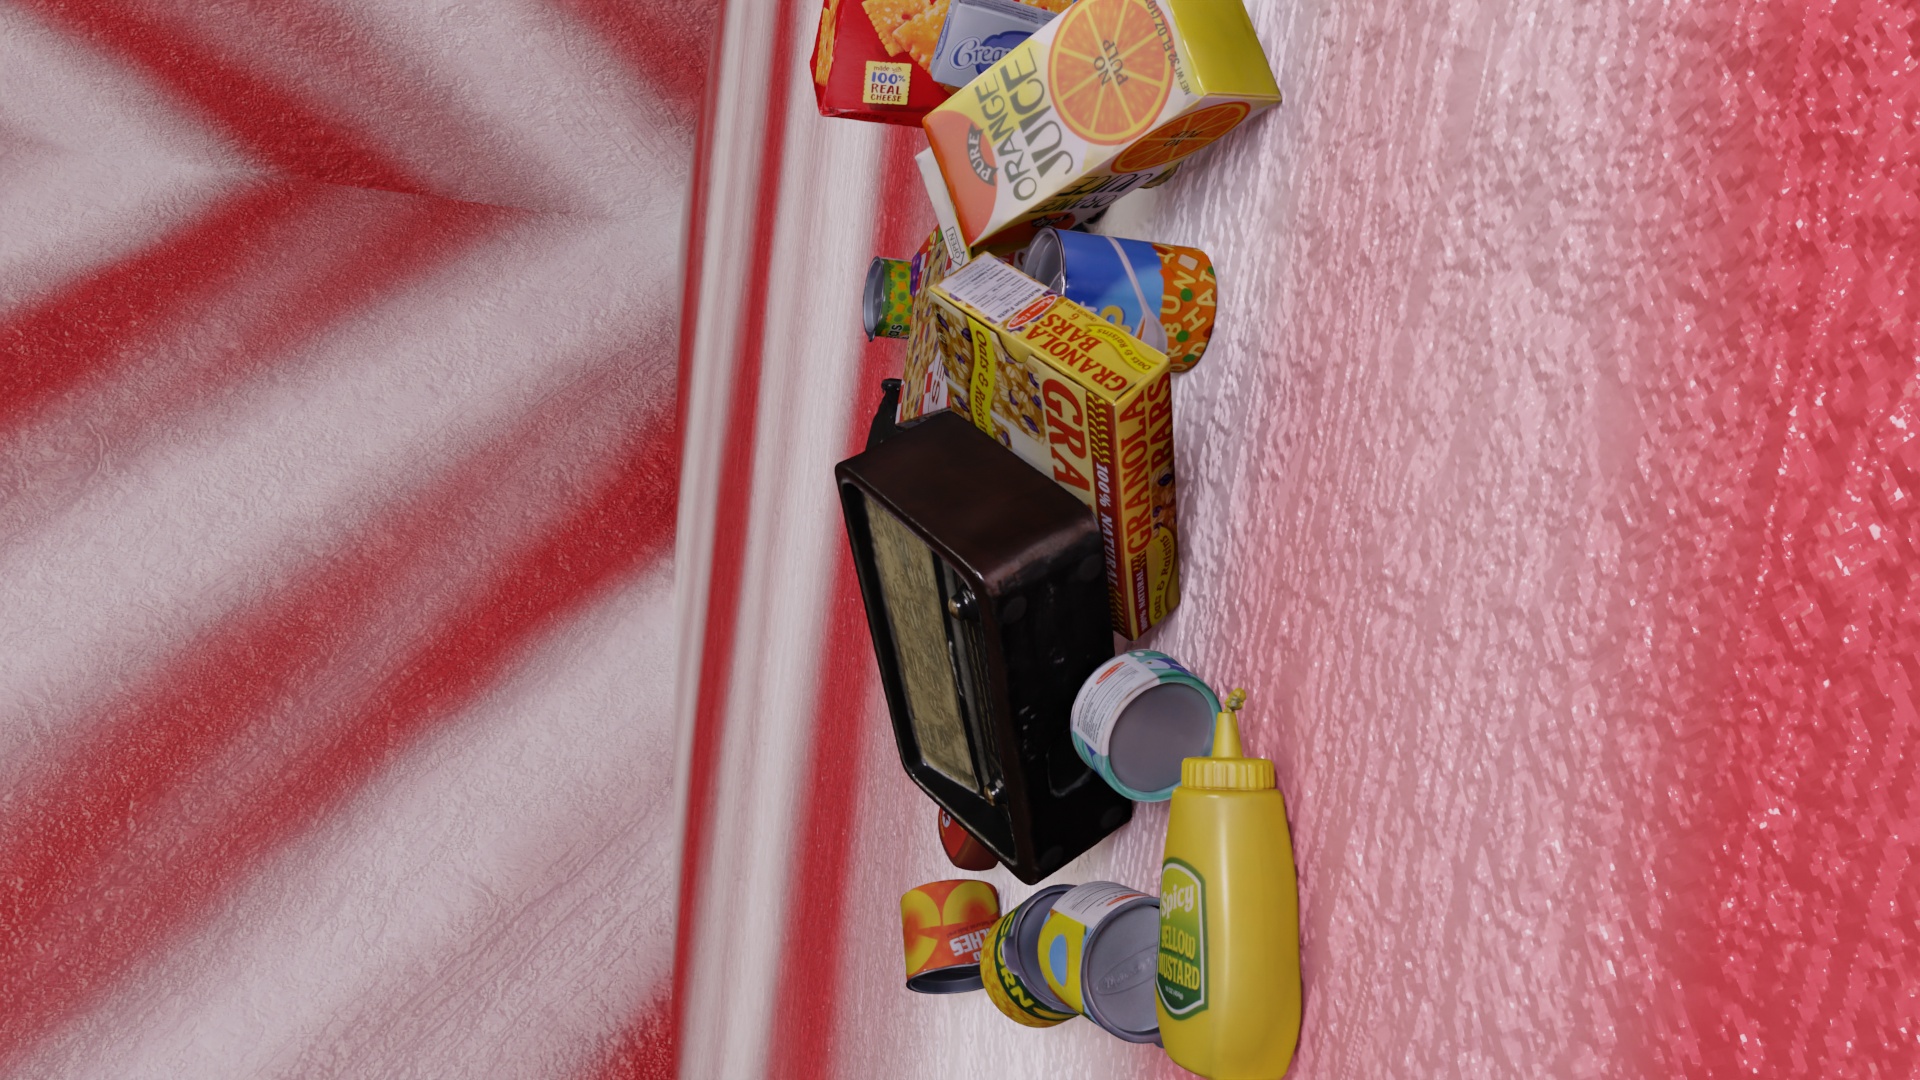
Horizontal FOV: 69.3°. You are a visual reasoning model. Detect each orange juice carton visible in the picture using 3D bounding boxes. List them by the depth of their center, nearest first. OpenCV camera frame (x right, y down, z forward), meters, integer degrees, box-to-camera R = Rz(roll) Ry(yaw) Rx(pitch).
[{"bbox_3d":[0.051,-0.201,0.681,0.192,0.073,0.072,-23,87,43],"label":"orange juice carton"}]

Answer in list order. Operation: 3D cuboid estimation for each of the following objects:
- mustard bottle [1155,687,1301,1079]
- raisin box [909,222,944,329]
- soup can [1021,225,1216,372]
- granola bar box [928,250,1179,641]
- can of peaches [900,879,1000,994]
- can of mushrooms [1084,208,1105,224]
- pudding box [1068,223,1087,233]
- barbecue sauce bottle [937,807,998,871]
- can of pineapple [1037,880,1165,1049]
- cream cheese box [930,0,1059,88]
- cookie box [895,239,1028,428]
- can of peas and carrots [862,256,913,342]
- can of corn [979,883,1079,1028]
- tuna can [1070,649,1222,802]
[{"bbox_3d":[0.113,0.143,0.594,0.065,0.049,0.160,160,112,-69],"label":"mustard bottle"},{"bbox_3d":[-0.004,-0.194,1.055,0.123,0.040,0.086,149,122,-70],"label":"raisin box"},{"bbox_3d":[0.078,-0.118,0.705,0.071,0.084,0.071,-175,89,-73],"label":"soup can"},{"bbox_3d":[0.048,-0.043,0.675,0.124,0.039,0.164,38,154,36],"label":"granola bar box"},{"bbox_3d":[-0.004,0.259,0.910,0.071,0.071,0.058,118,151,-52],"label":"can of peaches"},{"bbox_3d":[0.070,-0.227,0.840,0.071,0.033,0.071,-174,89,-73],"label":"can of mushrooms"},{"bbox_3d":[0.052,-0.191,0.892,0.084,0.030,0.049,-113,31,-55],"label":"pudding box"},{"bbox_3d":[0.025,0.145,0.882,0.065,0.044,0.147,-102,24,-45],"label":"barbecue sauce bottle"},{"bbox_3d":[0.077,0.202,0.667,0.058,0.071,0.071,163,109,-72],"label":"can of pineapple"},{"bbox_3d":[0.039,-0.292,0.835,0.024,0.104,0.053,-95,20,-43],"label":"cream cheese box"},{"bbox_3d":[0.003,-0.137,0.898,0.167,0.040,0.123,-177,97,-74],"label":"cookie box"},{"bbox_3d":[-0.045,-0.197,1.152,0.071,0.059,0.071,-176,89,-72],"label":"can of peas and carrots"},{"bbox_3d":[0.047,0.225,0.748,0.058,0.071,0.071,122,147,-58],"label":"can of corn"},{"bbox_3d":[0.090,0.089,0.656,0.033,0.071,0.071,-143,58,-64],"label":"tuna can"}]
